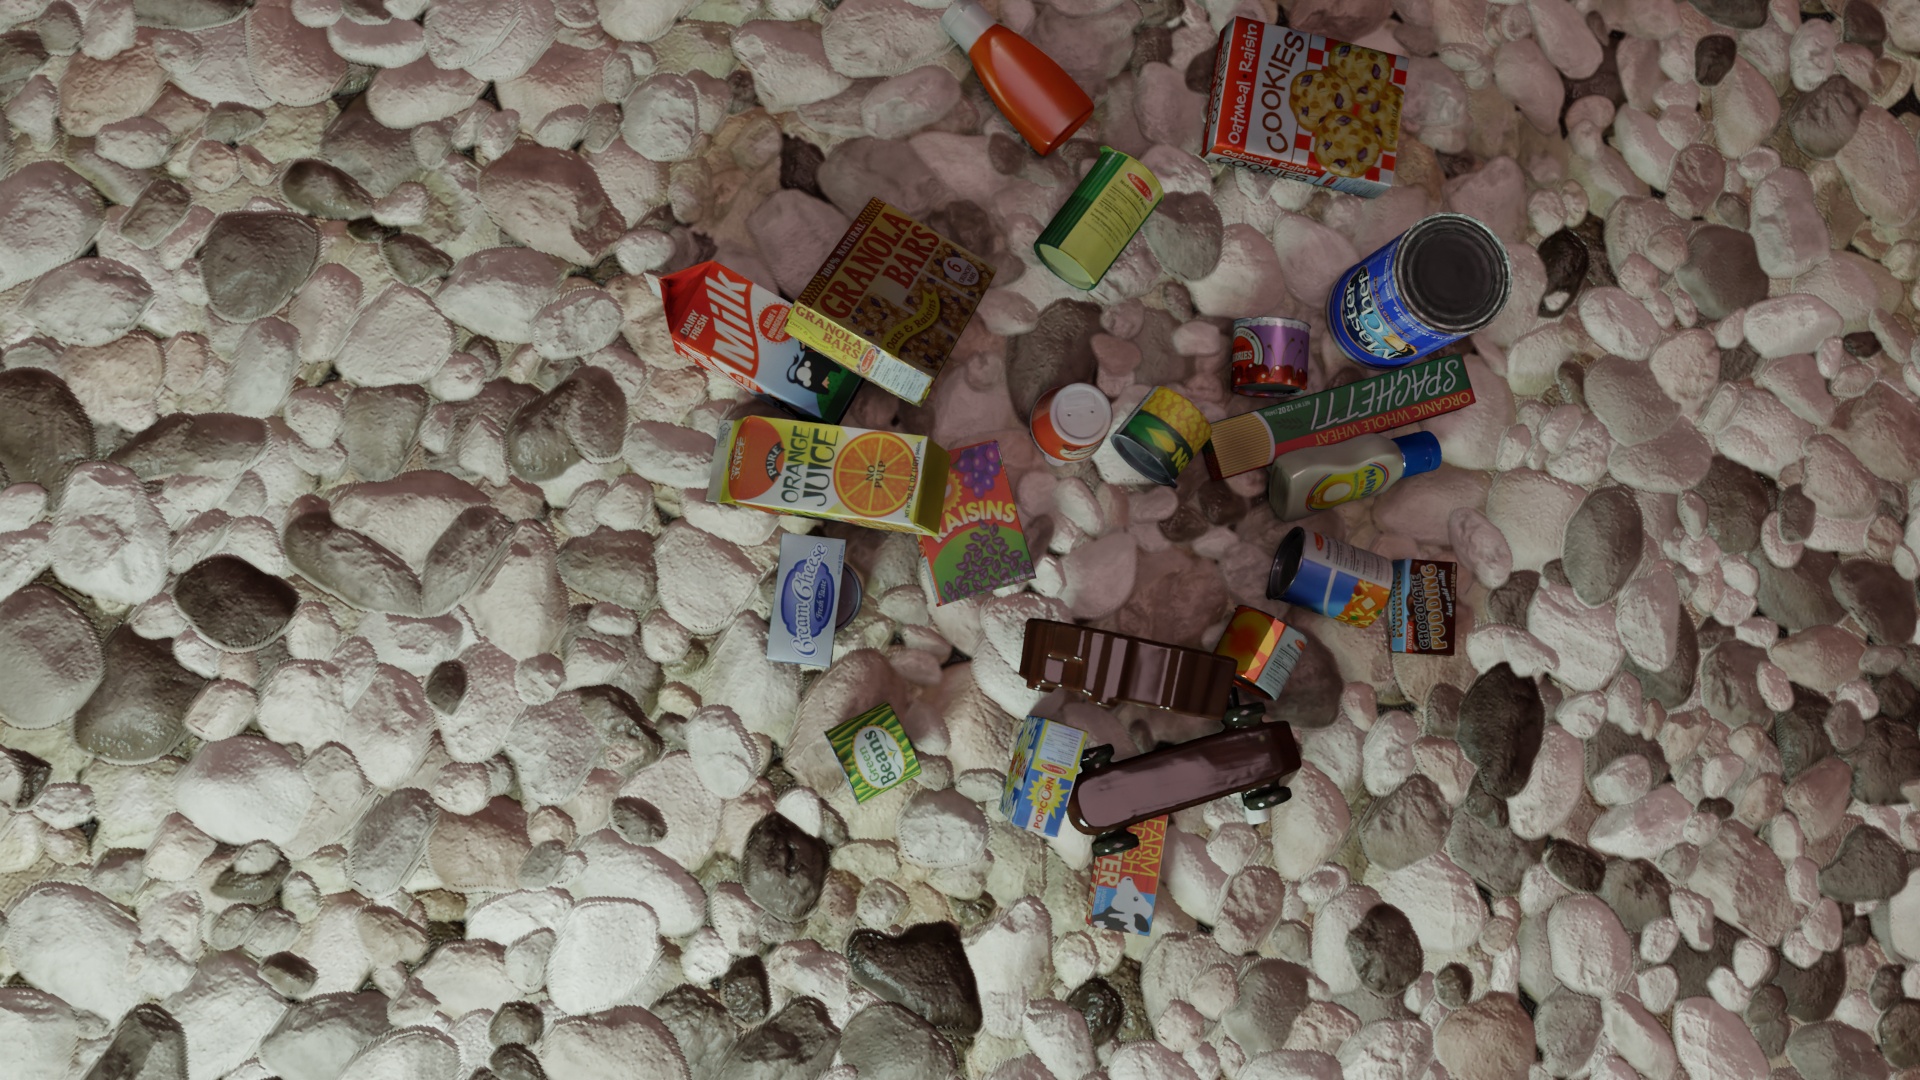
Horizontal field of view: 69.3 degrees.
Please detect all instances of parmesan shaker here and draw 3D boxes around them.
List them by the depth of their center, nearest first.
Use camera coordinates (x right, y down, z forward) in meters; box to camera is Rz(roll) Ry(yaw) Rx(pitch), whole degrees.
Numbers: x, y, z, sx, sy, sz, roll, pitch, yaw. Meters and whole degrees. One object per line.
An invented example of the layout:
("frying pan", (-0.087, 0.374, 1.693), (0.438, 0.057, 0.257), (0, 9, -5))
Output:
("parmesan shaker", (0.116, -0.276, 1.191), (0.071, 0.071, 0.103), (38, 82, -3))

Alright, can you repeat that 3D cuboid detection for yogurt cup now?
("yogurt cup", (0.097, -0.103, 1.178), (0.072, 0.054, 0.072), (1, 84, -8))

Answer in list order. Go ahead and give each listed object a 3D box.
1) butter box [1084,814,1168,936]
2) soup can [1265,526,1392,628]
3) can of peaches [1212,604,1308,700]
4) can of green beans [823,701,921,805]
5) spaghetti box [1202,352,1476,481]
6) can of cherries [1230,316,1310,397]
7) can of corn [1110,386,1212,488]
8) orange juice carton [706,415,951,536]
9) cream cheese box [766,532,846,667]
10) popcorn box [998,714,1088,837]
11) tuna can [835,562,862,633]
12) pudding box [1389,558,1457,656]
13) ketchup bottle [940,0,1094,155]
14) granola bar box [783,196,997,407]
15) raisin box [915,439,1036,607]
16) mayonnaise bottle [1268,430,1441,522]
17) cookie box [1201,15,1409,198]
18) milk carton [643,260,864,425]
("butter box", (0.139, 0.274, 1.162), (0.053, 0.024, 0.103), (10, 84, -7))
("soup can", (0.315, 0.034, 1.190), (0.084, 0.071, 0.071), (19, 83, -6))
("can of peaches", (0.249, 0.095, 1.175), (0.071, 0.071, 0.058), (30, 82, -4))
("can of green beans", (-0.071, 0.172, 1.123), (0.058, 0.071, 0.071), (-25, 89, -9))
("spaghetti box", (0.333, -0.110, 1.223), (0.250, 0.028, 0.050), (-16, 88, -9))
("can of cherries", (0.265, -0.158, 1.200), (0.071, 0.071, 0.058), (5, 85, -7))
("can of corn", (0.173, -0.088, 1.180), (0.071, 0.071, 0.058), (41, 81, -2))
("orange juice carton", (-0.112, -0.054, 1.121), (0.193, 0.073, 0.072), (8, 84, 14))
("cream cheese box", (-0.124, 0.048, 1.114), (0.053, 0.024, 0.104), (7, 84, -5))
("popcorn box", (0.064, 0.186, 1.109), (0.038, 0.126, 0.085), (18, 83, -1))
("tuna can", (-0.115, 0.048, 1.146), (0.071, 0.033, 0.071), (1, 84, -7))
("pudding box", (0.405, 0.058, 1.216), (0.050, 0.030, 0.084), (5, 84, -6))
("ketchup bottle", (0.045, -0.408, 1.206), (0.065, 0.043, 0.149), (-43, 91, -10))
("granola bar box", (-0.054, -0.197, 1.132), (0.124, 0.038, 0.166), (29, 46, -4))
("raisin box", (0.004, -0.015, 1.165), (0.086, 0.040, 0.123), (-15, 86, -8))
("mayonnaise bottle", (0.343, -0.061, 1.205), (0.148, 0.064, 0.041), (-15, 46, -10))
("cookie box", (0.307, -0.386, 1.242), (0.167, 0.040, 0.123), (11, 83, -7))
("milk carton", (-0.171, -0.165, 1.139), (0.190, 0.072, 0.073), (29, 82, -4))
